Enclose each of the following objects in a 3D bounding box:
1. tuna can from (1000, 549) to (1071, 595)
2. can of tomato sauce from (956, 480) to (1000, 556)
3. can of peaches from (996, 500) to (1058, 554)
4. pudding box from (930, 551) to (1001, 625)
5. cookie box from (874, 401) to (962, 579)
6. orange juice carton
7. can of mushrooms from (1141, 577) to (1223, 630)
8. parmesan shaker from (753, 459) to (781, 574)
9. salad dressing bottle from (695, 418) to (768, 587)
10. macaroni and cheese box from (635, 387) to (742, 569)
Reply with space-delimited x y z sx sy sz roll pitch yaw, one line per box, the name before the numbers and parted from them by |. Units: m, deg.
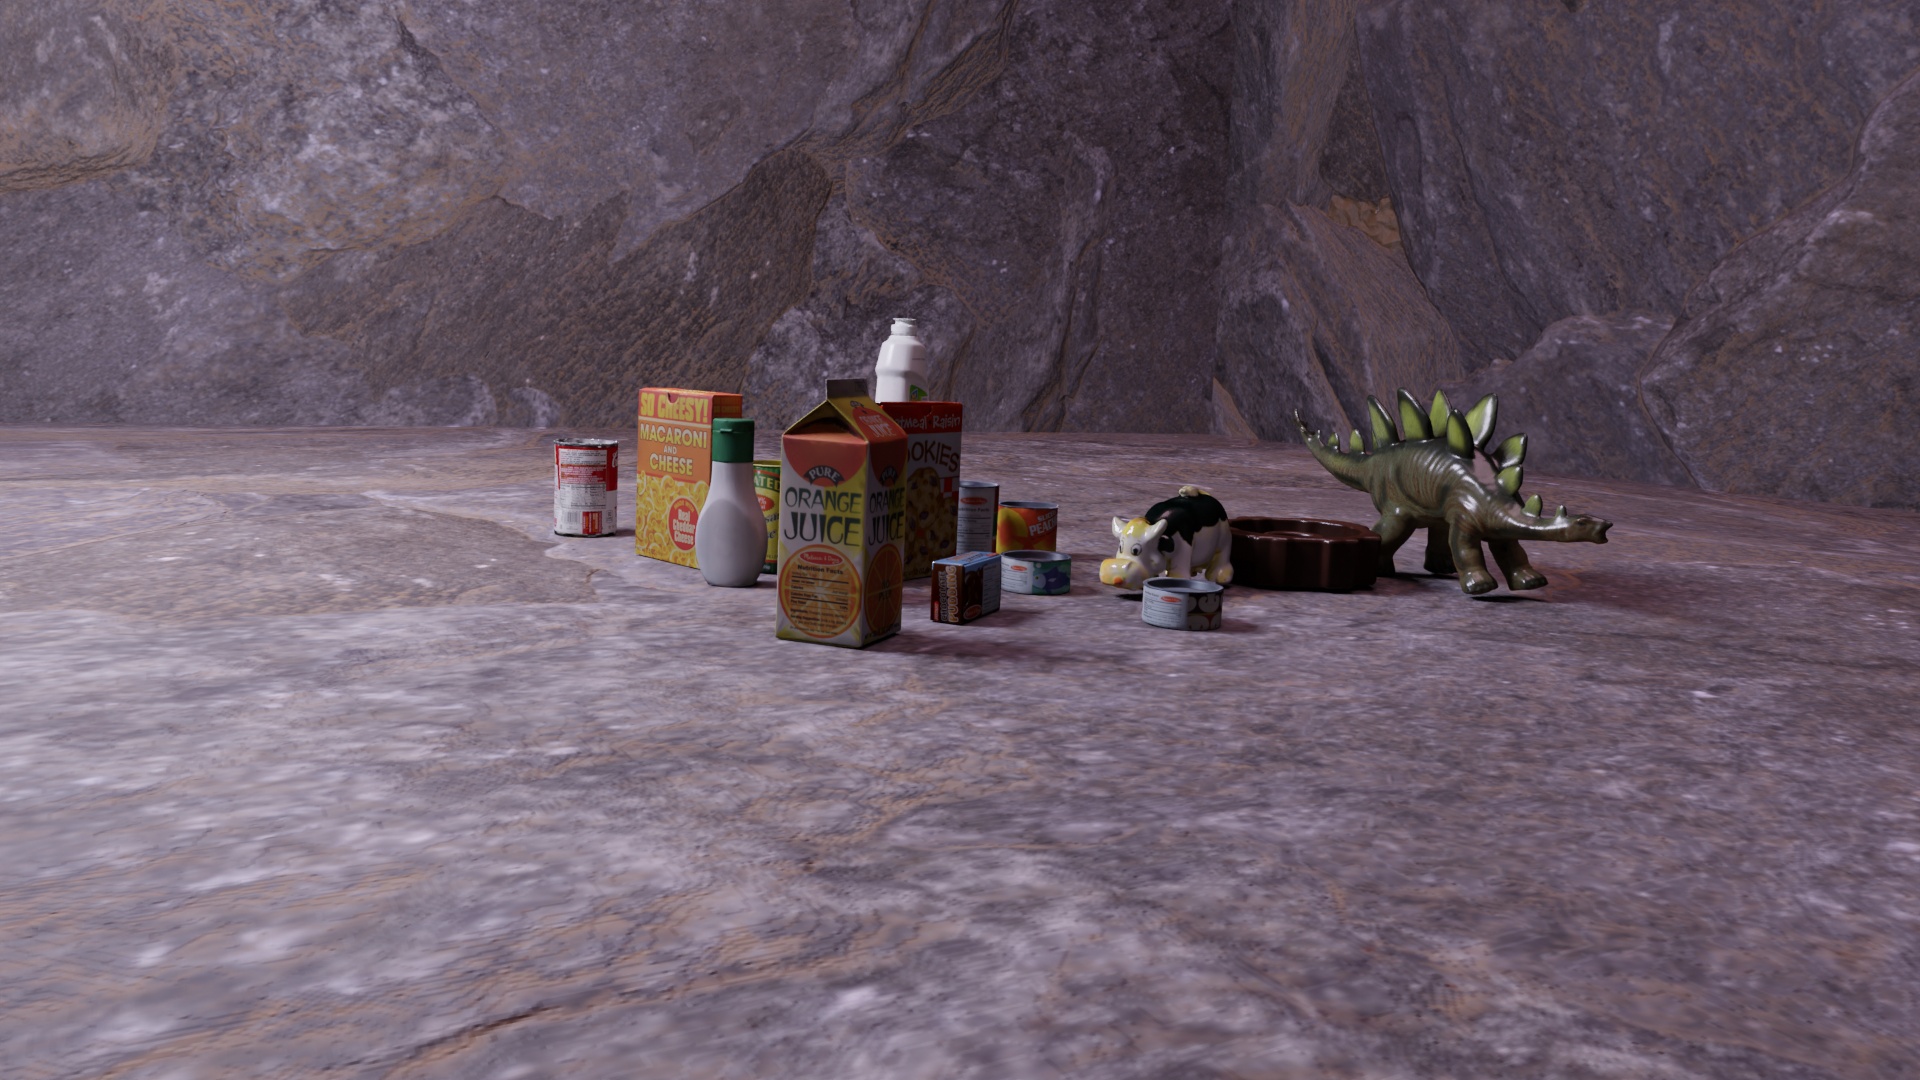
tuna can | 0.071 0.029 1.281 0.071 0.032 0.071 2 8 0
can of tomato sauce | 0.005 -0.018 1.417 0.071 0.083 0.071 2 7 0
can of peaches | 0.072 -0.010 1.478 0.071 0.058 0.071 2 7 0
pudding box | 0.005 0.037 1.136 0.030 0.049 0.084 6 8 23
cookie box | -0.050 -0.048 1.310 0.040 0.167 0.123 8 9 36
orange juice carton | -0.087 -0.024 1.024 0.073 0.192 0.072 5 8 21
can of mushrooms | 0.185 0.052 1.147 0.071 0.033 0.071 2 8 0
parmesan shaker | -0.171 -0.023 1.323 0.071 0.103 0.071 2 7 0
salad dressing bottle | -0.202 -0.034 1.233 0.064 0.147 0.044 4 7 12
macaroni and cheese box | -0.264 -0.061 1.343 0.123 0.166 0.040 9 10 43
